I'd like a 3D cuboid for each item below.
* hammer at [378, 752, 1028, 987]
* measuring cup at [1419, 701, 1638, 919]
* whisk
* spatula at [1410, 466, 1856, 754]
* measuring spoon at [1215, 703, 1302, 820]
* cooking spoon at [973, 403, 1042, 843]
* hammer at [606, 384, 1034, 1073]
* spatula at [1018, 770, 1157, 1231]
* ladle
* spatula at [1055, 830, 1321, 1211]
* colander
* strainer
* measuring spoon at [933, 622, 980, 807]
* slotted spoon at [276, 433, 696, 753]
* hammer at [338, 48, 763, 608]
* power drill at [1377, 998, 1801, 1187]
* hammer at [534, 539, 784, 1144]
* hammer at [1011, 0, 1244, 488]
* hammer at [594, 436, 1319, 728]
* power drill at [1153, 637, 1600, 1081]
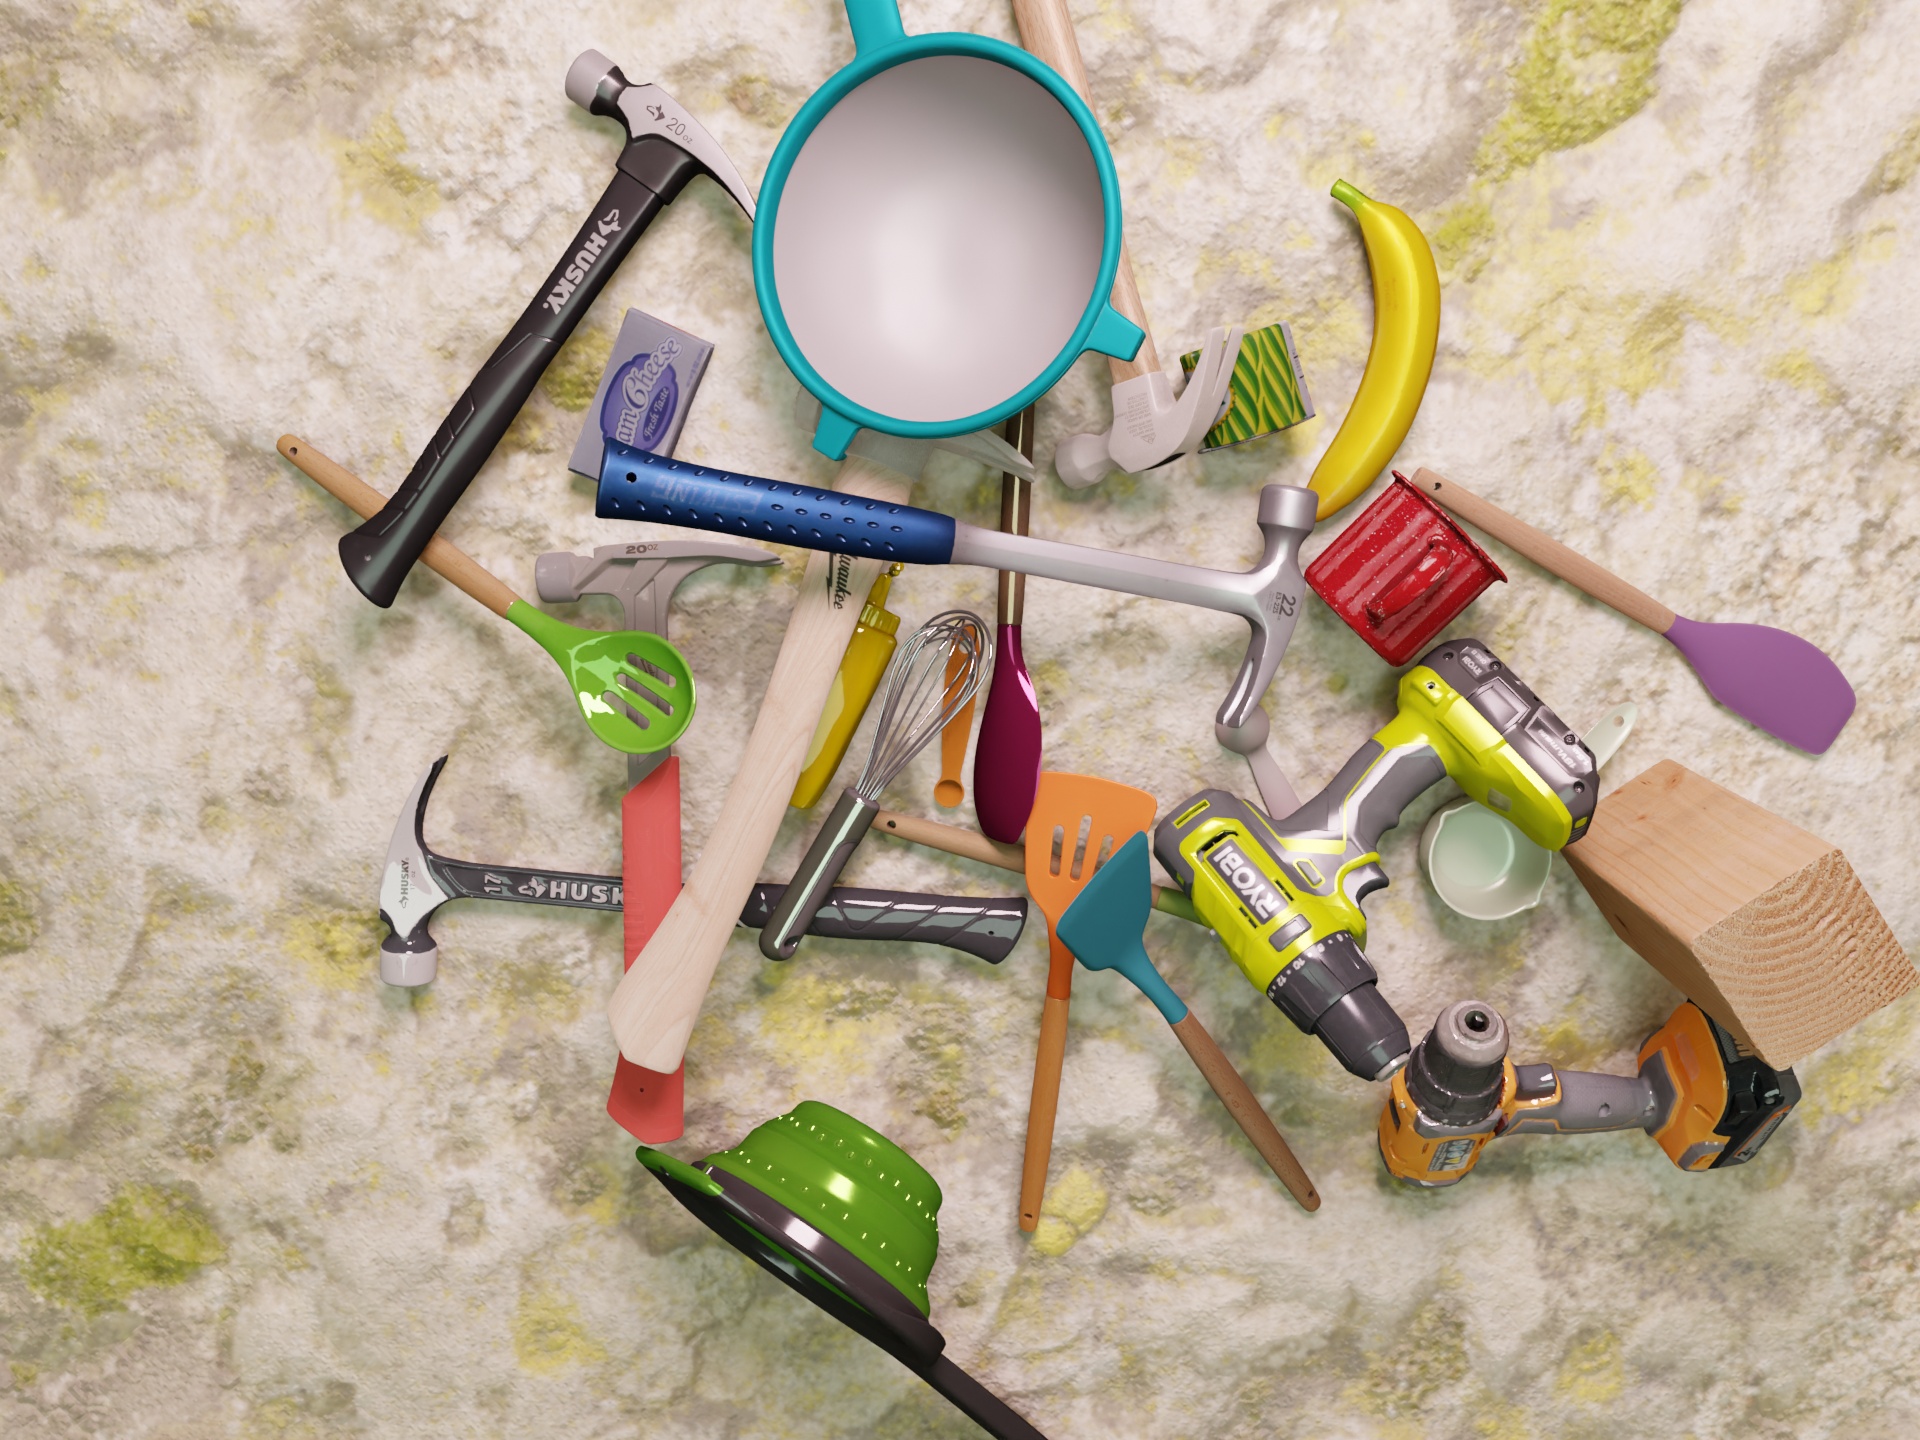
[{"bbox_3d":[-0.162,0.110,1.008,0.409,0.036,0.149,5,100,-1],"label":"hammer"},{"bbox_3d":[0.355,0.050,0.989,0.083,0.038,0.167,43,92,-5],"label":"measuring cup"},{"bbox_3d":[-0.055,0.041,0.966,0.059,0.057,0.246,34,96,31],"label":"whisk"},{"bbox_3d":[0.411,-0.074,0.970,0.316,0.018,0.060,28,98,-6],"label":"spatula"},{"bbox_3d":[0.198,0.044,0.996,0.034,0.018,0.124,-28,100,6],"label":"measuring spoon"},{"bbox_3d":[0.030,-0.084,0.960,0.017,0.069,0.319,-1,97,-34],"label":"cooking spoon"},{"bbox_3d":[-0.092,0.007,0.914,0.146,0.038,0.411,21,85,7],"label":"hammer"},{"bbox_3d":[0.061,0.188,1.002,0.081,0.041,0.322,10,114,11],"label":"spatula"},{"bbox_3d":[0.099,0.102,1.004,0.320,0.062,0.078,15,96,5],"label":"ladle"},{"bbox_3d":[0.153,0.204,0.987,0.082,0.044,0.317,-45,114,-22],"label":"spatula"},{"bbox_3d":[-0.028,0.359,1.025,0.396,0.204,0.094,47,64,-23],"label":"colander"},{"bbox_3d":[-0.019,-0.322,0.886,0.211,0.095,0.340,-15,88,21],"label":"strainer"},{"bbox_3d":[-0.002,-0.003,0.996,0.021,0.011,0.117,7,98,2],"label":"measuring spoon"},{"bbox_3d":[-0.283,-0.082,0.943,0.314,0.031,0.070,35,93,8],"label":"slotted spoon"},{"bbox_3d":[-0.246,-0.207,0.915,0.146,0.035,0.335,36,92,2],"label":"hammer"},{"bbox_3d":[0.374,0.215,0.959,0.226,0.084,0.185,-6,142,1],"label":"power drill"},{"bbox_3d":[-0.177,0.072,0.962,0.149,0.036,0.359,-2,88,2],"label":"hammer"},{"bbox_3d":[0.073,-0.305,0.899,0.130,0.031,0.331,-11,96,44],"label":"hammer"},{"bbox_3d":[0.004,-0.091,0.881,0.405,0.035,0.144,8,93,-15],"label":"hammer"},{"bbox_3d":[0.252,0.078,0.924,0.228,0.080,0.191,-37,63,-3],"label":"power drill"}]
